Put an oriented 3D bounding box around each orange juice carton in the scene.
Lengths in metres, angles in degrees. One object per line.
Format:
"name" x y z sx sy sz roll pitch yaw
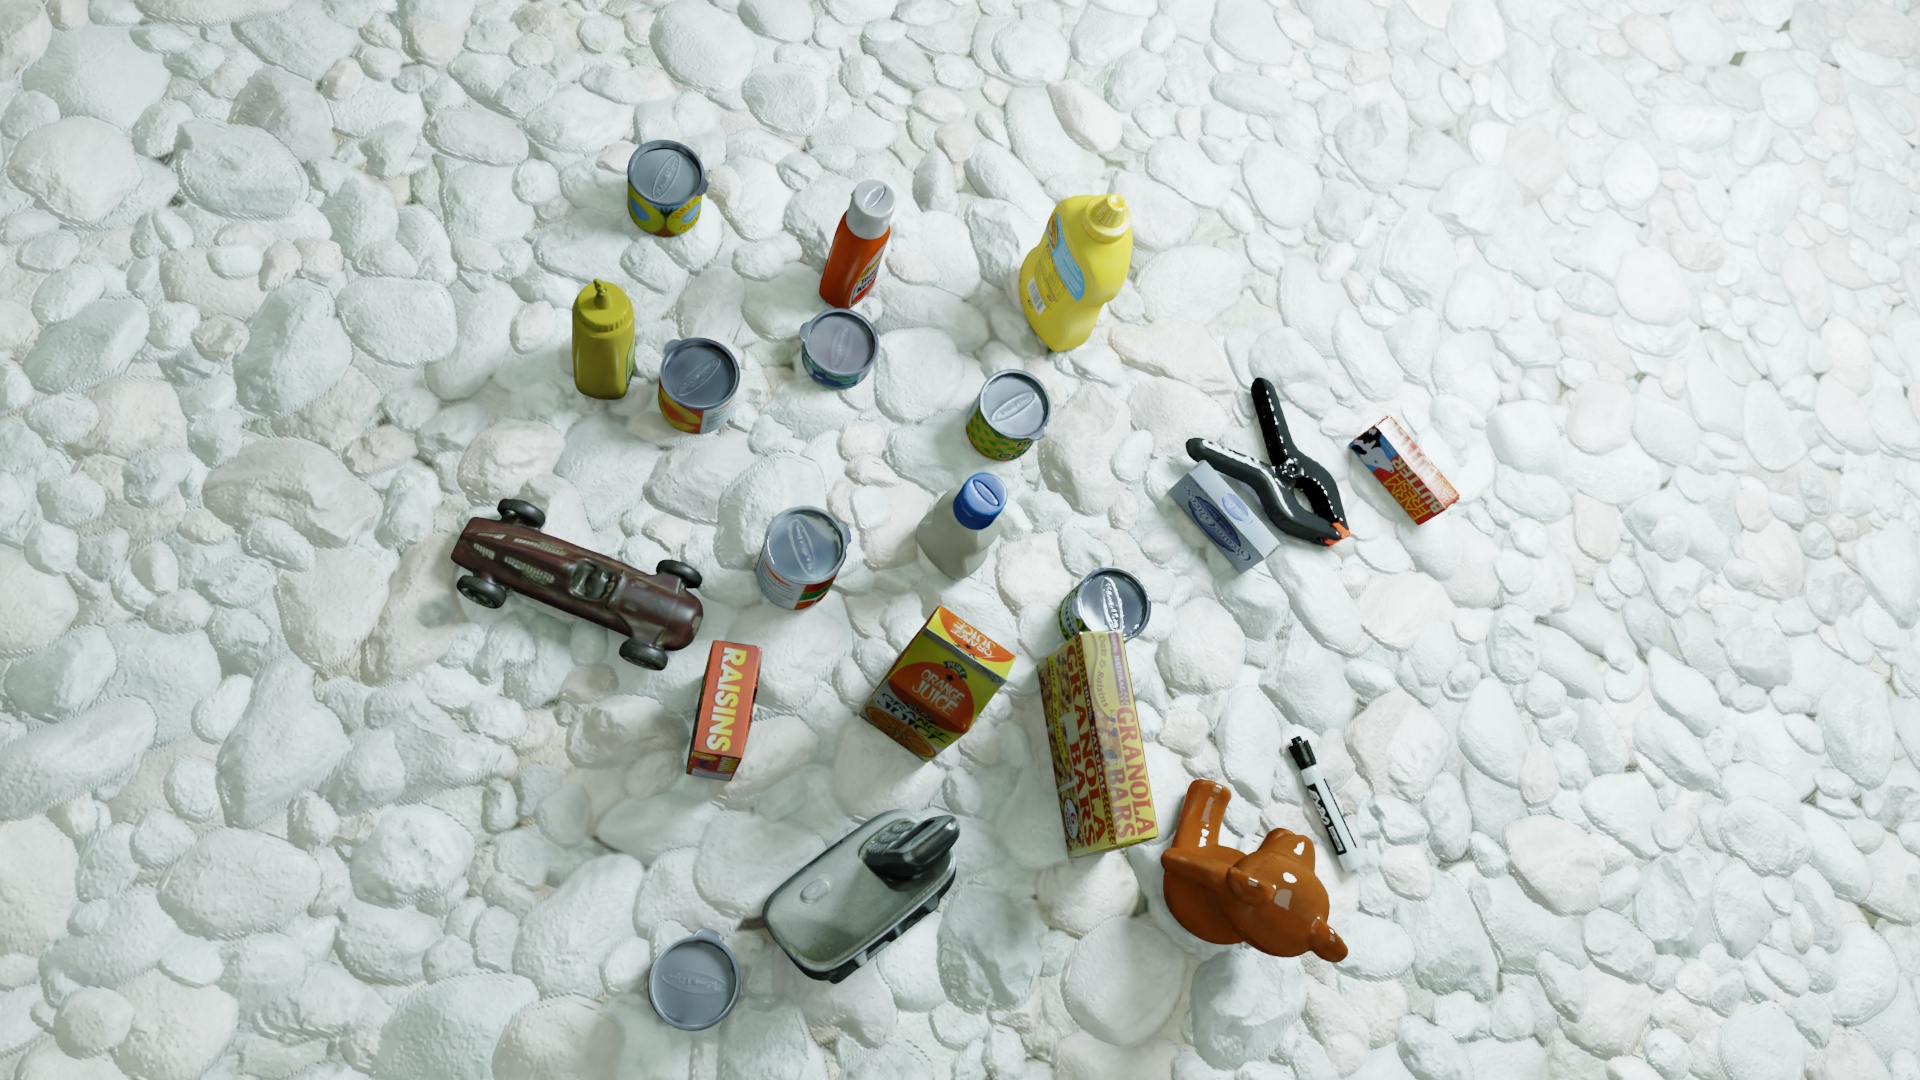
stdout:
"orange juice carton" -0.017 0.109 1.072 0.072 0.192 0.073 35 68 0

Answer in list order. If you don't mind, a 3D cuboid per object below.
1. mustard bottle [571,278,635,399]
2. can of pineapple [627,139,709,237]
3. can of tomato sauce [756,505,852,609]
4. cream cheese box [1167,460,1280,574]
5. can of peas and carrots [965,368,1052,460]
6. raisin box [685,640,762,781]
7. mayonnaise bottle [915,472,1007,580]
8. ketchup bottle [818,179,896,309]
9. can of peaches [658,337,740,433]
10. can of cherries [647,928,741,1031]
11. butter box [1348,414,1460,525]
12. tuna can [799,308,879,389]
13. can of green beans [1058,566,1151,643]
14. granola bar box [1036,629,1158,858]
"mustard bottle" -0.287 -0.167 1.118 0.049 0.159 0.065 7 71 -11
"can of pineapple" -0.260 -0.309 1.228 0.071 0.057 0.071 4 71 -12
"can of tomato sauce" -0.129 0.014 1.136 0.071 0.082 0.071 4 71 -12
"cream cheese box" 0.237 -0.020 1.252 0.024 0.053 0.104 -39 84 -21
"can of peas and carrots" 0.044 -0.109 1.233 0.071 0.058 0.071 4 71 -12
"raisin box" -0.181 0.133 1.062 0.040 0.123 0.086 11 70 -10
"mayonnaise bottle" 0.004 -0.014 1.143 0.041 0.147 0.065 -42 86 -22
"ketchup bottle" -0.087 -0.258 1.203 0.043 0.148 0.065 35 68 -1
"can of peaches" -0.224 -0.132 1.176 0.071 0.058 0.071 4 71 -12
"can of cherries" -0.197 0.325 1.029 0.071 0.058 0.071 4 71 -12
"butter box" 0.419 -0.066 1.311 0.024 0.053 0.103 -37 83 -21
"tuna can" -0.110 -0.170 1.230 0.071 0.032 0.071 4 71 -12
"can of green beans" 0.123 0.062 1.195 0.071 0.057 0.071 4 71 -12
"granola bar box" 0.109 0.166 1.120 0.039 0.123 0.166 -4 73 -15
